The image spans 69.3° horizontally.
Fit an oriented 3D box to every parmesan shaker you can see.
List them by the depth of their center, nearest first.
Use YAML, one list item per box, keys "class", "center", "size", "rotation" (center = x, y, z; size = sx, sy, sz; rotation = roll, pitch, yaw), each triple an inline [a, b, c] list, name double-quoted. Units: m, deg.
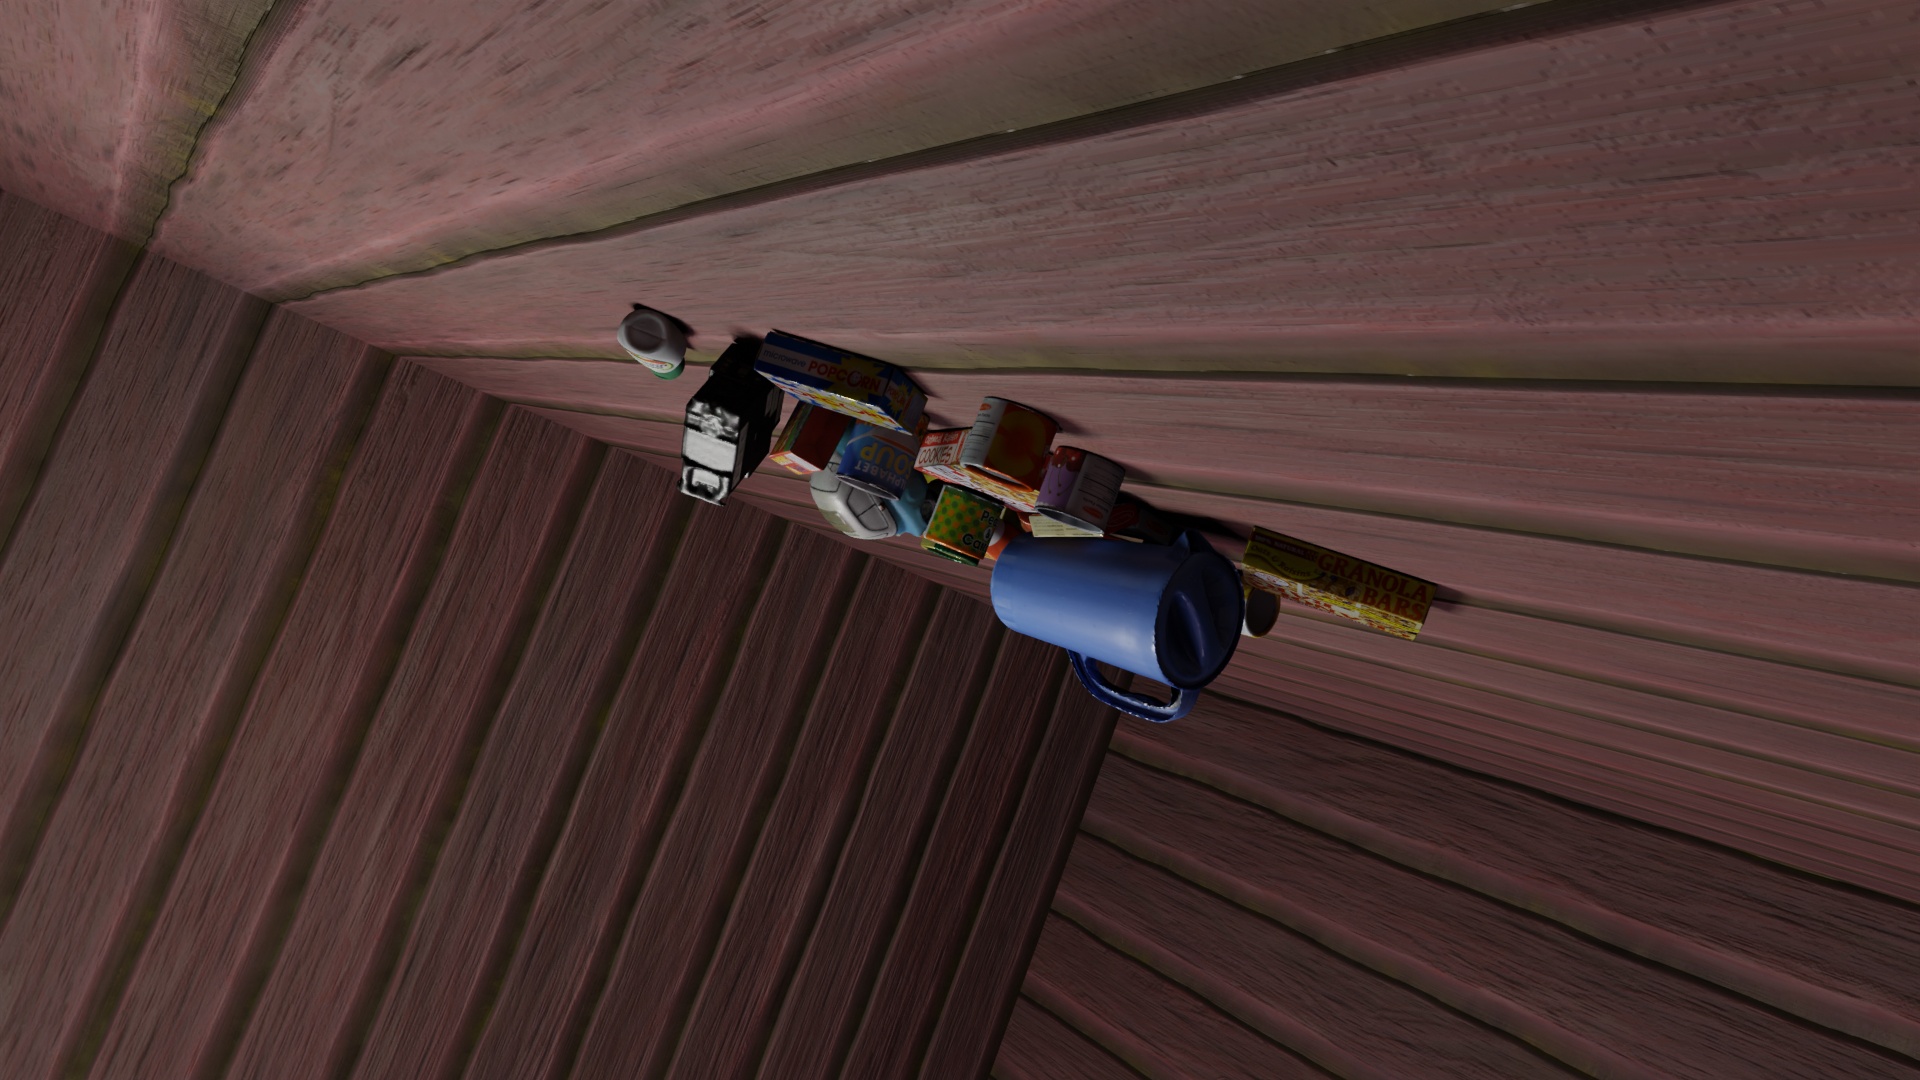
- class: "parmesan shaker"
  center: [0.005, -0.031, 1.476]
  size: [0.071, 0.103, 0.071]
  rotation: [20, 174, 2]

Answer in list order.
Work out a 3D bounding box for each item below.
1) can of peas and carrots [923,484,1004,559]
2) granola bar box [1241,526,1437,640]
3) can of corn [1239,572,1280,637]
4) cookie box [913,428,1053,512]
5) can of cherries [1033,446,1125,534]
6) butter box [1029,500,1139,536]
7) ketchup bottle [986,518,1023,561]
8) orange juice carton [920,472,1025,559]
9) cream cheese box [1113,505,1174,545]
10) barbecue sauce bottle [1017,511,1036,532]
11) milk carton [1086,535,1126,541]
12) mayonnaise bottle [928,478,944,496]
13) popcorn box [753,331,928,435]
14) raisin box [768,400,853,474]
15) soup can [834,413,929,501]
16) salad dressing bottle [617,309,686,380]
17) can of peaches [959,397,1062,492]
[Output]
- class: "can of peas and carrots"
  center: [0.005, -0.018, 1.401]
  size: [0.071, 0.058, 0.071]
  rotation: [21, 179, 1]
- class: "granola bar box"
  center: [0.342, 0.042, 1.267]
  size: [0.166, 0.039, 0.124]
  rotation: [19, 175, 17]
- class: "can of corn"
  center: [0.311, 0.068, 1.527]
  size: [0.071, 0.071, 0.058]
  rotation: [26, 172, -42]
- class: "cookie box"
  center: [0.041, -0.066, 1.330]
  size: [0.123, 0.040, 0.167]
  rotation: [23, 173, -21]
- class: "can of cherries"
  center: [0.103, -0.044, 1.216]
  size: [0.071, 0.058, 0.071]
  rotation: [20, 175, 2]
- class: "butter box"
  center: [0.120, -0.021, 1.362]
  size: [0.053, 0.024, 0.103]
  rotation: [-20, -168, -36]
- class: "ketchup bottle"
  center: [0.058, 0.009, 1.576]
  size: [0.065, 0.043, 0.148]
  rotation: [18, 164, 49]
- class: "orange juice carton"
  center: [-0.008, -0.032, 1.686]
  size: [0.193, 0.072, 0.073]
  rotation: [16, 172, 37]
- class: "cream cheese box"
  center: [0.160, -0.022, 1.403]
  size: [0.053, 0.024, 0.104]
  rotation: [27, 171, -40]
- class: "barbecue sauce bottle"
  center: [0.095, -0.021, 1.558]
  size: [0.065, 0.043, 0.148]
  rotation: [22, 175, 16]
- class: "milk carton"
  center: [0.187, 0.039, 1.652]
  size: [0.191, 0.072, 0.073]
  rotation: [18, 173, 27]
- class: "mayonnaise bottle"
  center: [-0.024, -0.042, 1.556]
  size: [0.065, 0.041, 0.148]
  rotation: [14, -166, 17]
- class: "popcorn box"
  center: [-0.102, -0.135, 1.189]
  size: [0.127, 0.038, 0.085]
  rotation: [19, 174, 21]
- class: "raisin box"
  center: [-0.137, -0.109, 1.320]
  size: [0.040, 0.086, 0.123]
  rotation: [29, 172, -16]
- class: "soup can"
  center: [-0.072, -0.087, 1.308]
  size: [0.071, 0.084, 0.071]
  rotation: [20, 174, 2]
- class: "salad dressing bottle"
  center: [-0.297, -0.188, 1.362]
  size: [0.064, 0.044, 0.147]
  rotation: [20, 175, -2]
- class: "can of peaches"
  center: [0.041, -0.076, 1.129]
  size: [0.071, 0.058, 0.071]
  rotation: [21, 174, 2]
